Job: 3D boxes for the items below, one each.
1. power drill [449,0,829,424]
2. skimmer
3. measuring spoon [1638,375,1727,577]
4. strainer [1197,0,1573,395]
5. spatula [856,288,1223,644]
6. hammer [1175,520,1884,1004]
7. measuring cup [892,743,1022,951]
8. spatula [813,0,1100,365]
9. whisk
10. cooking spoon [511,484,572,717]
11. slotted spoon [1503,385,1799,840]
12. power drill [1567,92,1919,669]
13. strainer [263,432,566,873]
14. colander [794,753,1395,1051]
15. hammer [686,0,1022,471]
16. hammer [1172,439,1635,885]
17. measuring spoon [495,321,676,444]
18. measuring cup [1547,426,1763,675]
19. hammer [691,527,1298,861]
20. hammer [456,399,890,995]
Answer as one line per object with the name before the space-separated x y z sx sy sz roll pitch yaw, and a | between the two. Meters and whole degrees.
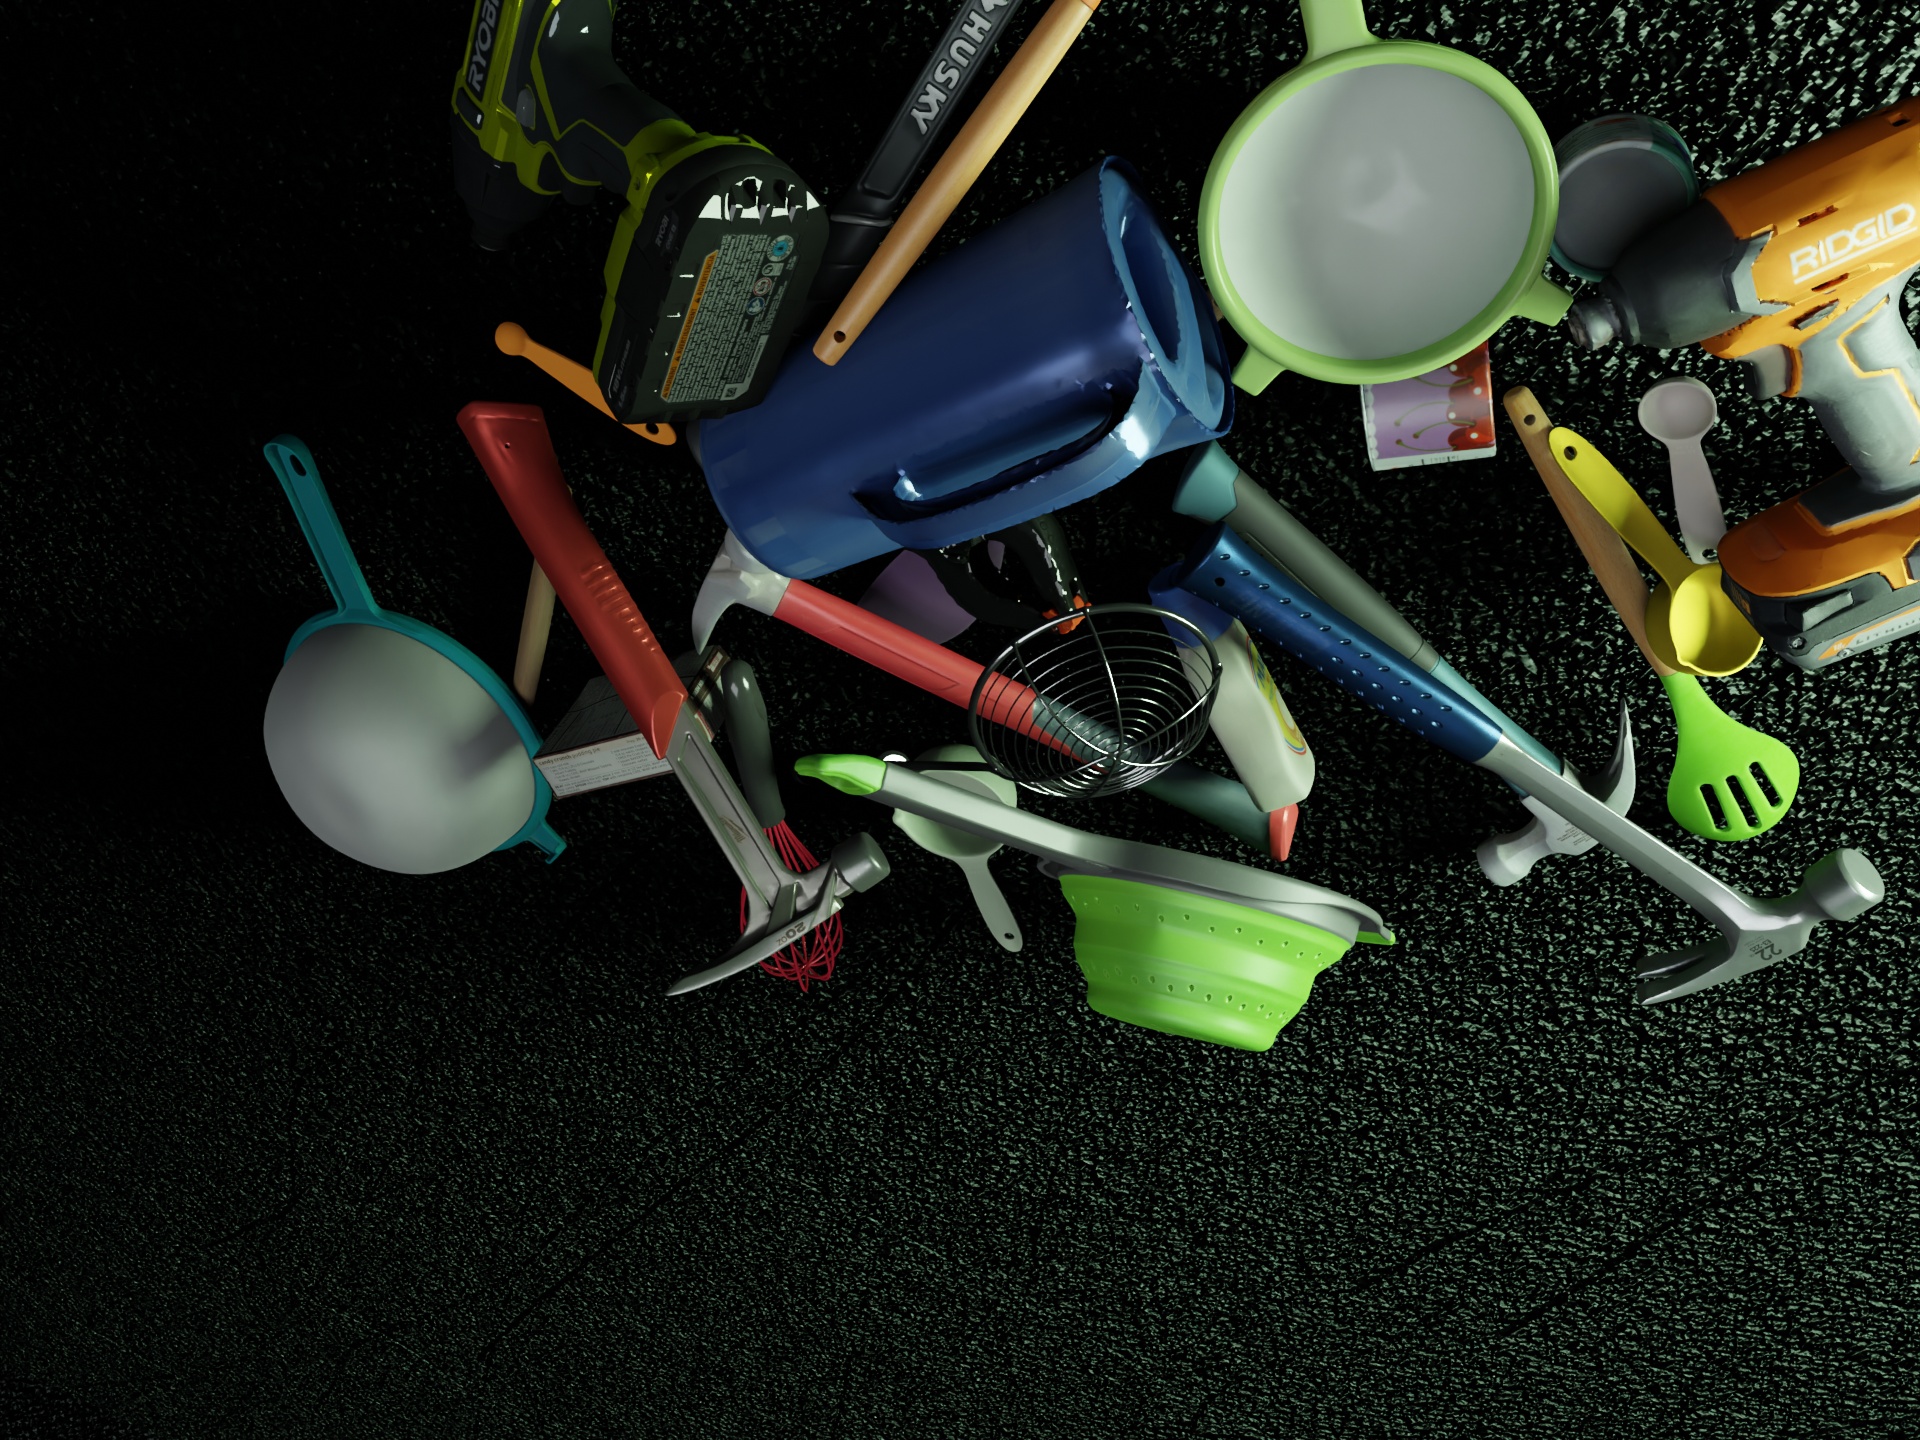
power drill | -0.165 -0.247 0.742 0.223 0.080 0.171 52 134 25
skimmer | -0.001 -0.003 0.899 0.127 0.090 0.363 19 169 -30
measuring spoon | 0.362 -0.120 0.784 0.034 0.018 0.124 -3 135 35
strainer | 0.166 -0.273 0.681 0.151 0.069 0.256 -10 123 18
spatula | 0.045 -0.132 0.869 0.059 0.018 0.316 40 130 -10
hammer | 0.289 0.023 0.862 0.405 0.035 0.144 32 132 -9
measuring cup | 0.014 0.083 1.043 0.083 0.038 0.167 -7 127 22
spatula | 0.035 -0.282 0.670 0.081 0.041 0.322 34 112 -15
whisk | -0.125 0.076 1.049 0.073 0.073 0.295 6 133 13
cooking spoon | -0.288 -0.031 1.057 0.069 0.017 0.318 27 132 3
slotted spoon | 0.360 -0.046 0.834 0.070 0.031 0.313 -30 113 20
power drill | 0.370 -0.137 0.698 0.164 0.084 0.226 -23 121 14
strainer | -0.401 -0.017 1.042 0.211 0.095 0.340 6 130 20
colander | 0.072 0.113 0.895 0.396 0.094 0.204 21 168 -31
hammer | -0.034 -0.260 0.780 0.149 0.036 0.408 32 131 -10
hammer | 0.242 -0.035 0.876 0.331 0.033 0.128 38 130 -14
measuring spoon | -0.214 -0.190 0.908 0.117 0.011 0.021 32 130 -9
measuring cup | 0.339 -0.086 0.796 0.156 0.062 0.029 46 170 -8
hammer | 0.025 -0.004 0.957 0.386 0.038 0.143 25 152 -9
hammer | -0.194 -0.023 0.925 0.149 0.037 0.359 -31 91 6
